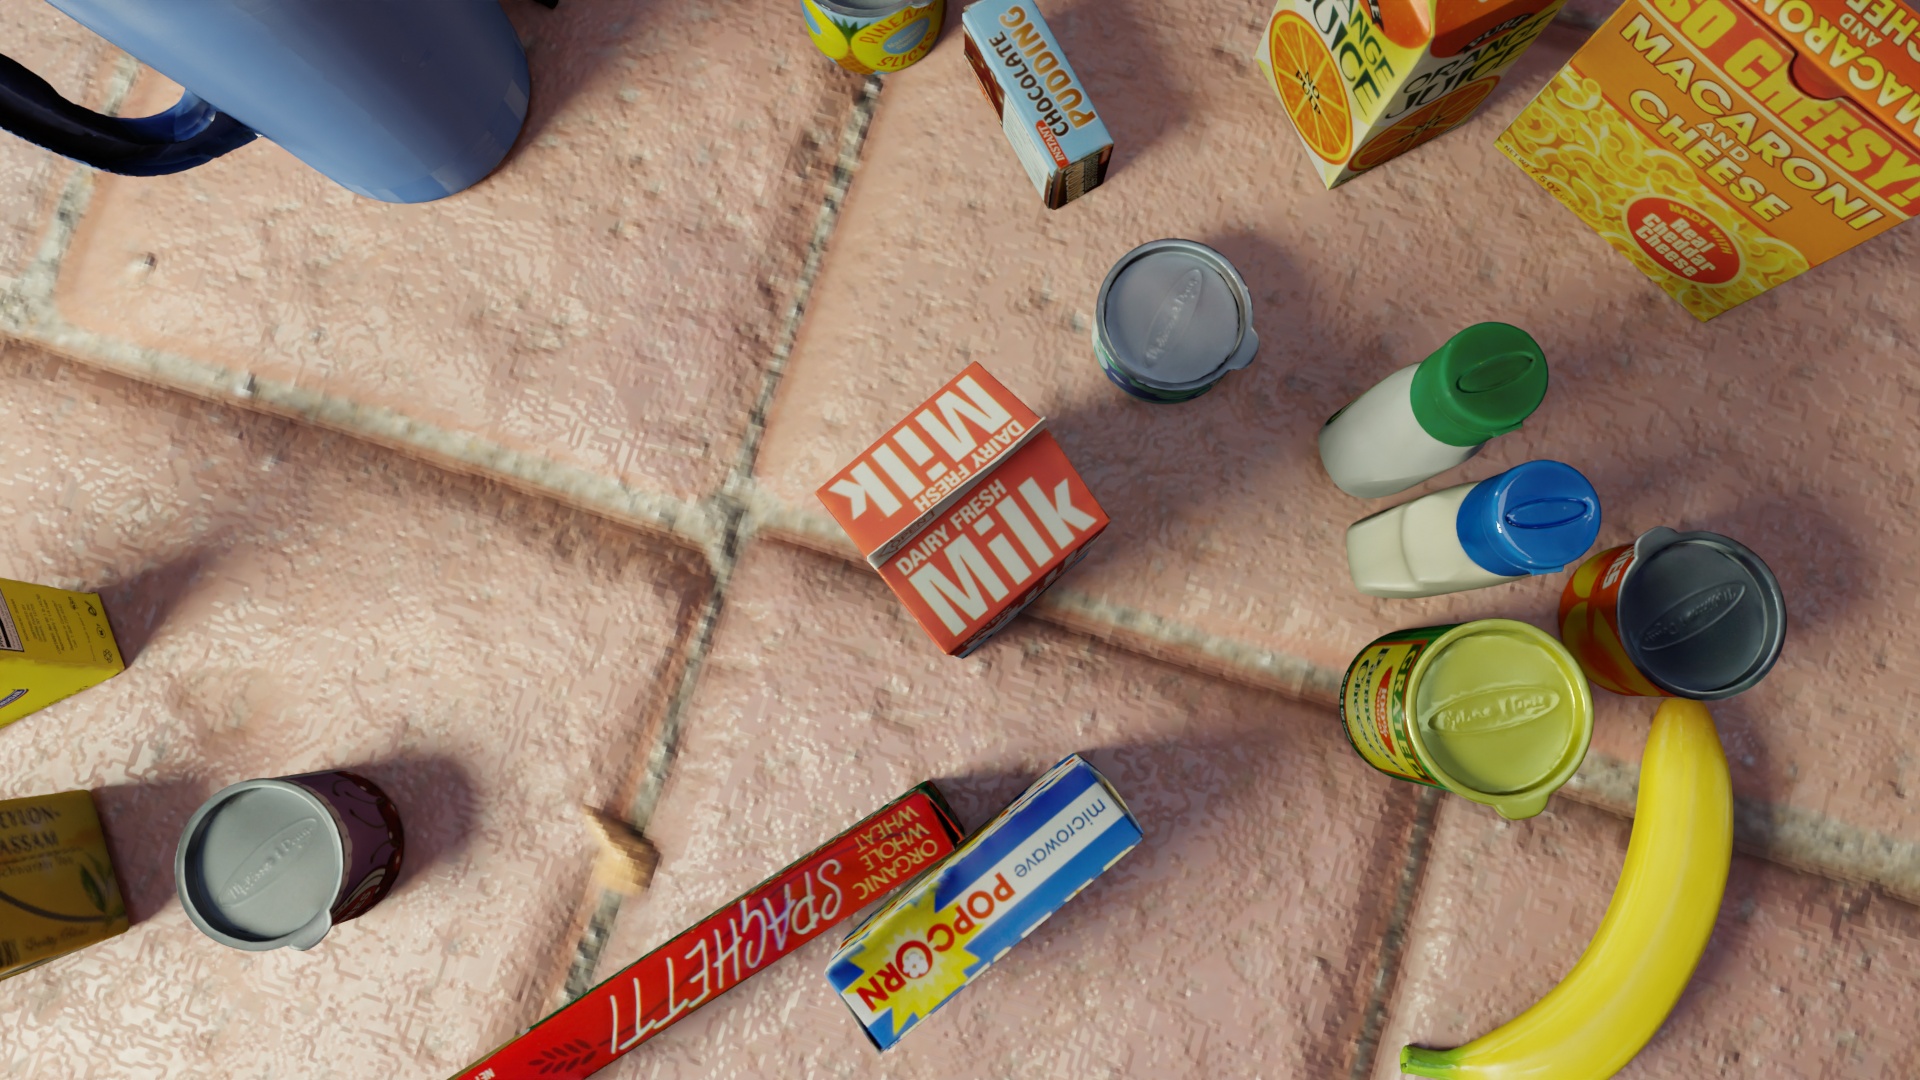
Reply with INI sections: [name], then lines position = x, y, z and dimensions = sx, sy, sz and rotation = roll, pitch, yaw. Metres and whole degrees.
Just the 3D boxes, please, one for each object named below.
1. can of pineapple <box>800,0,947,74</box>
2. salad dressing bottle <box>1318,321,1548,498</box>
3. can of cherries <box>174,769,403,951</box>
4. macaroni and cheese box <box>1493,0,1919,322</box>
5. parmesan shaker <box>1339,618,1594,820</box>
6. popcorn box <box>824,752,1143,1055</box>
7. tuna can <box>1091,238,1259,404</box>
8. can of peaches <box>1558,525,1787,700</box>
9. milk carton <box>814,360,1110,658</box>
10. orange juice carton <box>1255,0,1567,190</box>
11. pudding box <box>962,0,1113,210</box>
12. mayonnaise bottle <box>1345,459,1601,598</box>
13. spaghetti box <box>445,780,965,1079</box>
[can of pineapple]
position = -0.038, -0.243, 0.603
dimensions = 0.071, 0.058, 0.071
rotation = 0, 84, 1
[salad dressing bottle]
position = 0.179, -0.048, 0.532
dimensions = 0.064, 0.147, 0.044
rotation = -20, 84, -1
[can of cherries]
position = -0.269, 0.130, 0.564
dimensions = 0.071, 0.058, 0.071
rotation = 0, 84, 1
[macaroni and cheese box]
position = 0.292, -0.157, 0.533
dimensions = 0.124, 0.166, 0.040
rotation = 42, 86, 5
[parmesan shaker]
position = 0.192, 0.068, 0.541
dimensions = 0.071, 0.103, 0.071
rotation = 0, 84, 1
[popcorn box]
position = 0.010, 0.137, 0.545
dimensions = 0.127, 0.085, 0.038
rotation = -39, 85, -3
[tuna can]
position = 0.092, -0.092, 0.596
dimensions = 0.071, 0.033, 0.071
rotation = 0, 84, 1
[can of peaches]
position = 0.287, 0.030, 0.567
dimensions = 0.071, 0.058, 0.071
rotation = 0, 84, 1
[milk carton]
position = 0.002, -0.006, 0.509
dimensions = 0.072, 0.190, 0.073
rotation = -39, 85, -3
[orange juice carton]
position = 0.177, -0.211, 0.528
dimensions = 0.072, 0.192, 0.073
rotation = -26, 84, -2
[pudding box]
position = 0.032, -0.191, 0.600
dimensions = 0.030, 0.049, 0.084
rotation = -28, 84, -2
[mayonnaise bottle]
position = 0.194, -0.002, 0.526
dimensions = 0.065, 0.148, 0.041
rotation = -8, 84, 0
[spaghetti box]
position = -0.110, 0.174, 0.561
dimensions = 0.250, 0.050, 0.029
rotation = -32, 84, -3
